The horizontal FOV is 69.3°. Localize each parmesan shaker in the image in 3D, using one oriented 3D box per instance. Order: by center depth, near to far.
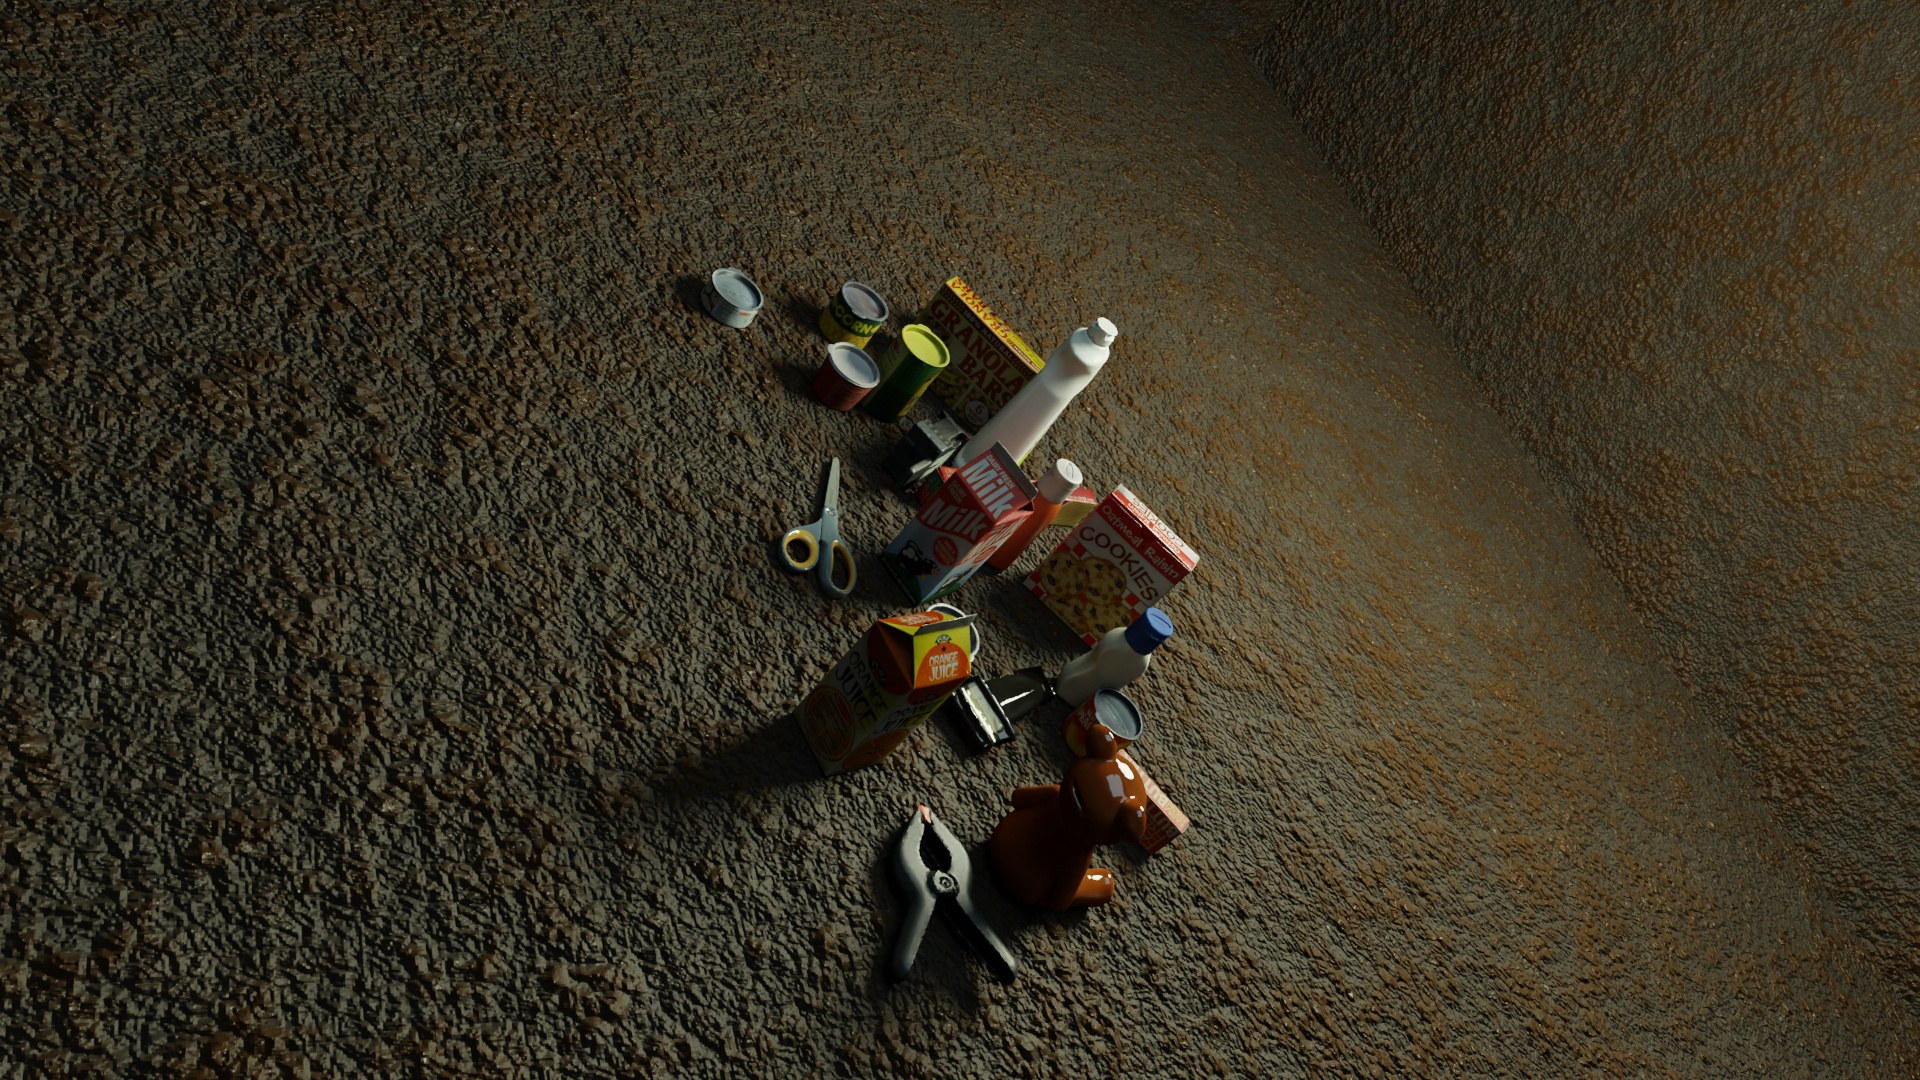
[{"bbox_3d":[-0.068,-0.197,1.641,0.071,0.102,0.072,26,38,-22],"label":"parmesan shaker"}]

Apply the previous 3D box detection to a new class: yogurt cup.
[{"bbox_3d":[-0.135,-0.187,1.608,0.072,0.053,0.073,26,38,-22],"label":"yogurt cup"}]

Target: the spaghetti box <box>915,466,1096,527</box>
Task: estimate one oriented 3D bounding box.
[{"bbox_3d":[0.058,-0.050,1.652,0.250,0.050,0.029,5,49,-41],"label":"spaghetti box"}]

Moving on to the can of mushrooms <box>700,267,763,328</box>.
[{"bbox_3d":[-0.263,-0.280,1.601,0.071,0.033,0.071,26,38,-22],"label":"can of mushrooms"}]

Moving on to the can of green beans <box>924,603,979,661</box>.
[{"bbox_3d":[-0.024,0.106,1.400,0.071,0.057,0.071,26,38,-22],"label":"can of green beans"}]

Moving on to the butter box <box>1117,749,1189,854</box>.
[{"bbox_3d":[0.181,0.269,1.429,0.103,0.053,0.024,47,35,6],"label":"butter box"}]

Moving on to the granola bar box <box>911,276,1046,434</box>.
[{"bbox_3d":[0.012,-0.226,1.731,0.165,0.123,0.039,45,35,4],"label":"granola bar box"}]

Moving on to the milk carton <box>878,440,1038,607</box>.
[{"bbox_3d":[0.005,-0.018,1.445,0.072,0.189,0.074,53,36,14],"label":"milk carton"}]

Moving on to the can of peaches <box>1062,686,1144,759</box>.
[{"bbox_3d":[0.149,0.198,1.470,0.071,0.057,0.071,26,38,-22],"label":"can of peaches"}]

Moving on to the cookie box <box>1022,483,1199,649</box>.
[{"bbox_3d":[0.168,0.034,1.567,0.123,0.166,0.040,44,35,1],"label":"cookie box"}]

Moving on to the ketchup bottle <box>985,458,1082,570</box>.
[{"bbox_3d":[0.080,-0.032,1.568,0.043,0.148,0.065,29,37,-19],"label":"ketchup bottle"}]

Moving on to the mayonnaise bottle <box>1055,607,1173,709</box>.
[{"bbox_3d":[0.167,0.128,1.483,0.065,0.147,0.041,32,36,-15],"label":"mayonnaise bottle"}]

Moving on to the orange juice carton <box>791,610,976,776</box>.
[{"bbox_3d":[-0.062,0.125,1.226,0.072,0.191,0.073,-6,57,-47],"label":"orange juice carton"}]

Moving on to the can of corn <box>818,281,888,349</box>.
[{"bbox_3d":[-0.132,-0.272,1.697,0.071,0.058,0.071,26,38,-22],"label":"can of corn"}]
